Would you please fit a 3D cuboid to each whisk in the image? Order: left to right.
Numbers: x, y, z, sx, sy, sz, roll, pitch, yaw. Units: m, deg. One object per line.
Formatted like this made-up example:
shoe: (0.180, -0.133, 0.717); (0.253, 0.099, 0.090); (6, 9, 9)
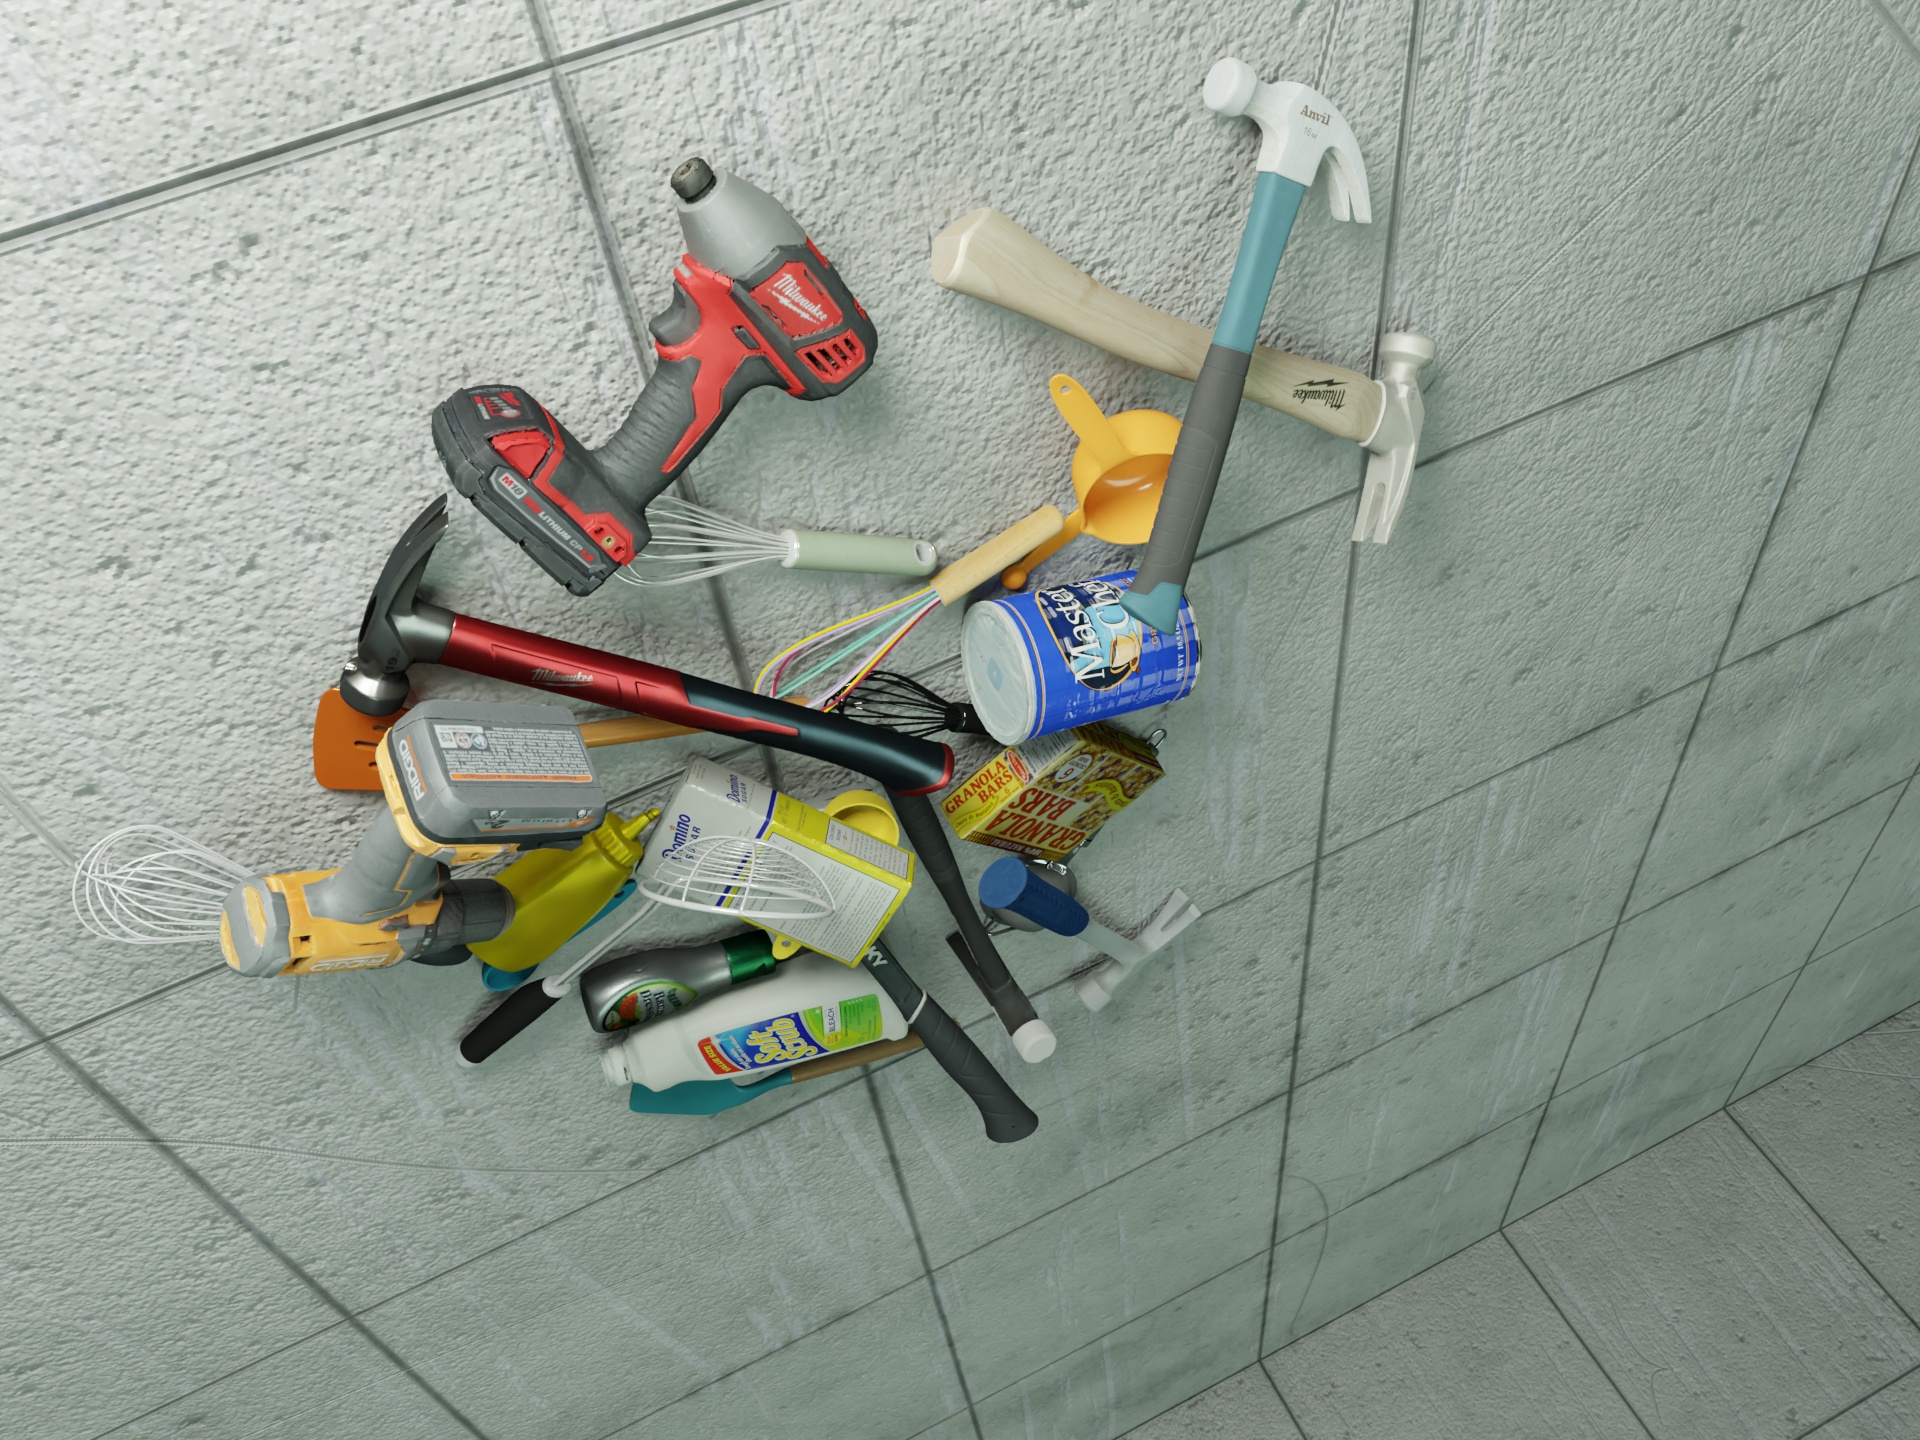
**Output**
whisk: (-0.421, 0.122, 1.009); (0.070, 0.070, 0.284); (-44, 146, 14)
whisk: (-0.115, -0.106, 0.984); (0.246, 0.058, 0.059); (-1, 166, -38)
whisk: (-0.033, -0.071, 1.074); (0.245, 0.047, 0.051); (-33, 176, -7)
whisk: (-0.002, -0.005, 1.168); (0.238, 0.055, 0.055); (5, 129, -43)

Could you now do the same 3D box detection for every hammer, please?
hammer: (-0.163, -0.024, 0.977); (0.386, 0.038, 0.143); (15, 126, -30)
hammer: (-0.042, 0.215, 1.283); (0.149, 0.036, 0.408); (-36, 122, -2)
hammer: (-0.010, 0.127, 1.262); (0.035, 0.146, 0.334); (-30, 130, -7)
hammer: (0.106, 0.172, 1.364); (0.144, 0.035, 0.405); (-43, 154, 4)
hammer: (0.152, -0.221, 1.005); (0.410, 0.038, 0.146); (9, 93, -36)
hammer: (0.159, -0.212, 0.965); (0.128, 0.033, 0.331); (7, 106, -32)

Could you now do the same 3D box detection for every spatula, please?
spatula: (-0.244, 0.003, 1.027); (0.322, 0.041, 0.081); (-8, 136, -33)
spatula: (-0.136, 0.301, 1.421); (0.317, 0.044, 0.082); (-8, 135, -35)

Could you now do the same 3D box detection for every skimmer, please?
skimmer: (-0.238, 0.183, 1.106); (0.363, 0.090, 0.127); (-37, 156, 29)

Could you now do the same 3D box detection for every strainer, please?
strainer: (0.098, 0.106, 1.359); (0.086, 0.050, 0.258); (22, 114, -30)

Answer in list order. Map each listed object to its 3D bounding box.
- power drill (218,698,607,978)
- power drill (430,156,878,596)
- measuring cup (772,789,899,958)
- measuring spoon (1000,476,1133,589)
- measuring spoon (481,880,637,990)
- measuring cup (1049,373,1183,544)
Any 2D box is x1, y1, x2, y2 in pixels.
power drill: (-0.304, 0.080, 0.947); (0.226, 0.084, 0.185); (-38, 156, 29)
power drill: (-0.162, -0.183, 0.836); (0.219, 0.079, 0.143); (-40, 133, 3)
measuring cup: (-0.100, 0.115, 1.180); (0.062, 0.029, 0.156); (25, 115, -21)
measuring spoon: (0.076, -0.130, 1.110); (0.117, 0.011, 0.021); (-39, 141, 8)
measuring spoon: (-0.294, 0.150, 1.158); (0.128, 0.021, 0.042); (-35, 150, -12)
measuring cup: (0.097, -0.184, 1.026); (0.095, 0.052, 0.173); (-25, 141, 19)
